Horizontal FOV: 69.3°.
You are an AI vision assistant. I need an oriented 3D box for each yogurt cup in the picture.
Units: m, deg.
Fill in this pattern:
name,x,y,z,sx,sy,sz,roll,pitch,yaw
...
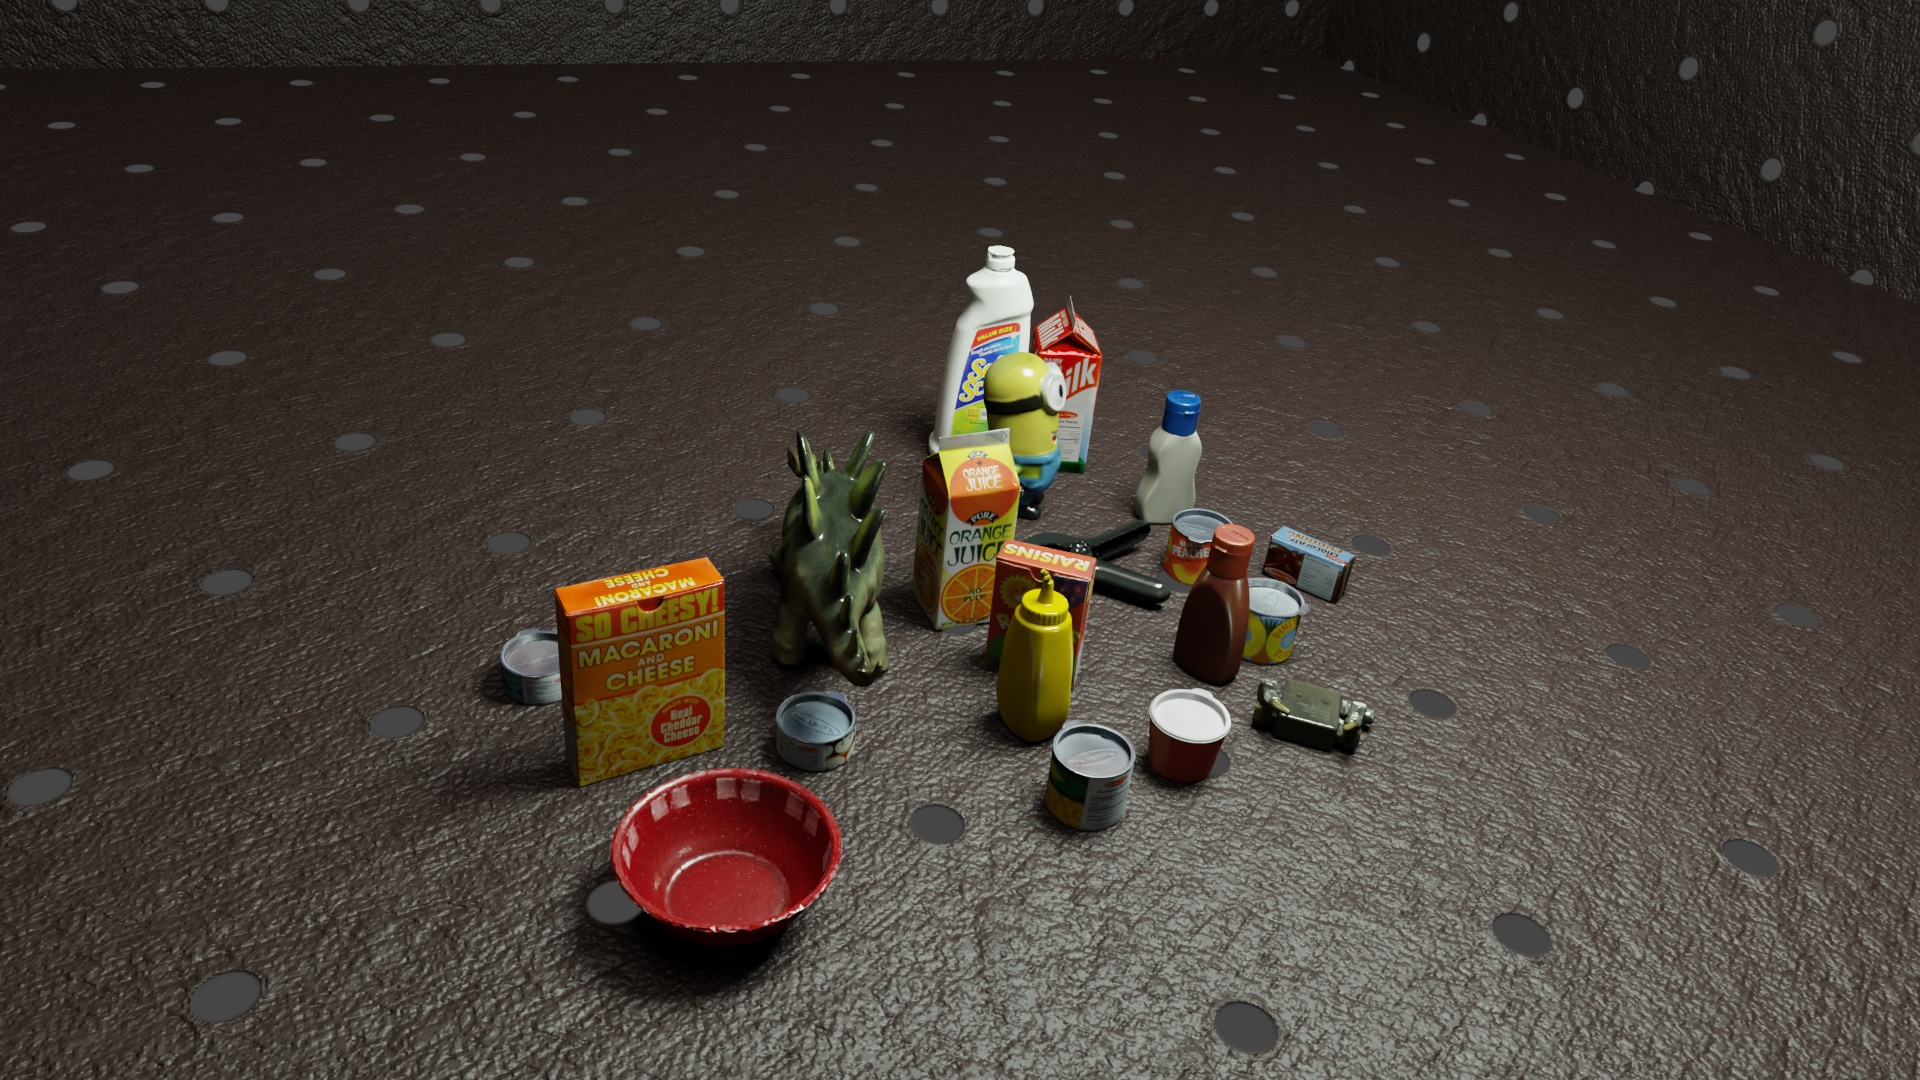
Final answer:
name,x,y,z,sx,sy,sz,roll,pitch,yaw
yogurt cup,0.189,0.167,1.171,0.072,0.053,0.073,4,31,-3

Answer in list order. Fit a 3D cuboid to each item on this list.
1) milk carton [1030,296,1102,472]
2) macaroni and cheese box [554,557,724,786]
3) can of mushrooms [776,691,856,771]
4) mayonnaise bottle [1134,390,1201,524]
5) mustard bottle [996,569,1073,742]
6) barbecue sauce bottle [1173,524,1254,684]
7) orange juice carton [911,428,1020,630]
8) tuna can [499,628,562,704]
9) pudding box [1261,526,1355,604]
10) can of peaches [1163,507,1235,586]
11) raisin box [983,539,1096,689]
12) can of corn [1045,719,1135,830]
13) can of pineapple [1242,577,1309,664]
name,x,y,z,sx,sy,sz,roll,pitch,yaw
milk carton,0.116,-0.178,1.586,0.073,0.189,0.073,3,31,-5
macaroni and cheese box,-0.248,0.104,1.090,0.124,0.165,0.040,-13,36,-28
can of mushrooms,-0.118,0.157,1.152,0.071,0.033,0.071,4,32,-3
mayonnaise bottle,0.230,-0.089,1.503,0.065,0.147,0.041,-4,33,-16
mustard bottle,0.067,0.092,1.169,0.049,0.159,0.065,-15,37,-31
barbecue sauce bottle,0.236,0.057,1.267,0.044,0.147,0.065,-23,42,-39
orange juice carton,0.005,-0.016,1.304,0.072,0.191,0.073,-7,34,-21
tuna can,-0.361,0.108,1.192,0.071,0.032,0.071,4,32,-3
pudding box,0.359,0.025,1.434,0.084,0.049,0.030,25,36,27
can of peaches,0.245,0.008,1.433,0.071,0.057,0.071,4,31,-3
raisin box,0.070,0.067,1.246,0.086,0.122,0.040,13,32,11
can of corn,0.102,0.188,1.116,0.071,0.058,0.071,4,31,-3
can of pineapple,0.291,0.078,1.328,0.071,0.057,0.071,4,31,-3
